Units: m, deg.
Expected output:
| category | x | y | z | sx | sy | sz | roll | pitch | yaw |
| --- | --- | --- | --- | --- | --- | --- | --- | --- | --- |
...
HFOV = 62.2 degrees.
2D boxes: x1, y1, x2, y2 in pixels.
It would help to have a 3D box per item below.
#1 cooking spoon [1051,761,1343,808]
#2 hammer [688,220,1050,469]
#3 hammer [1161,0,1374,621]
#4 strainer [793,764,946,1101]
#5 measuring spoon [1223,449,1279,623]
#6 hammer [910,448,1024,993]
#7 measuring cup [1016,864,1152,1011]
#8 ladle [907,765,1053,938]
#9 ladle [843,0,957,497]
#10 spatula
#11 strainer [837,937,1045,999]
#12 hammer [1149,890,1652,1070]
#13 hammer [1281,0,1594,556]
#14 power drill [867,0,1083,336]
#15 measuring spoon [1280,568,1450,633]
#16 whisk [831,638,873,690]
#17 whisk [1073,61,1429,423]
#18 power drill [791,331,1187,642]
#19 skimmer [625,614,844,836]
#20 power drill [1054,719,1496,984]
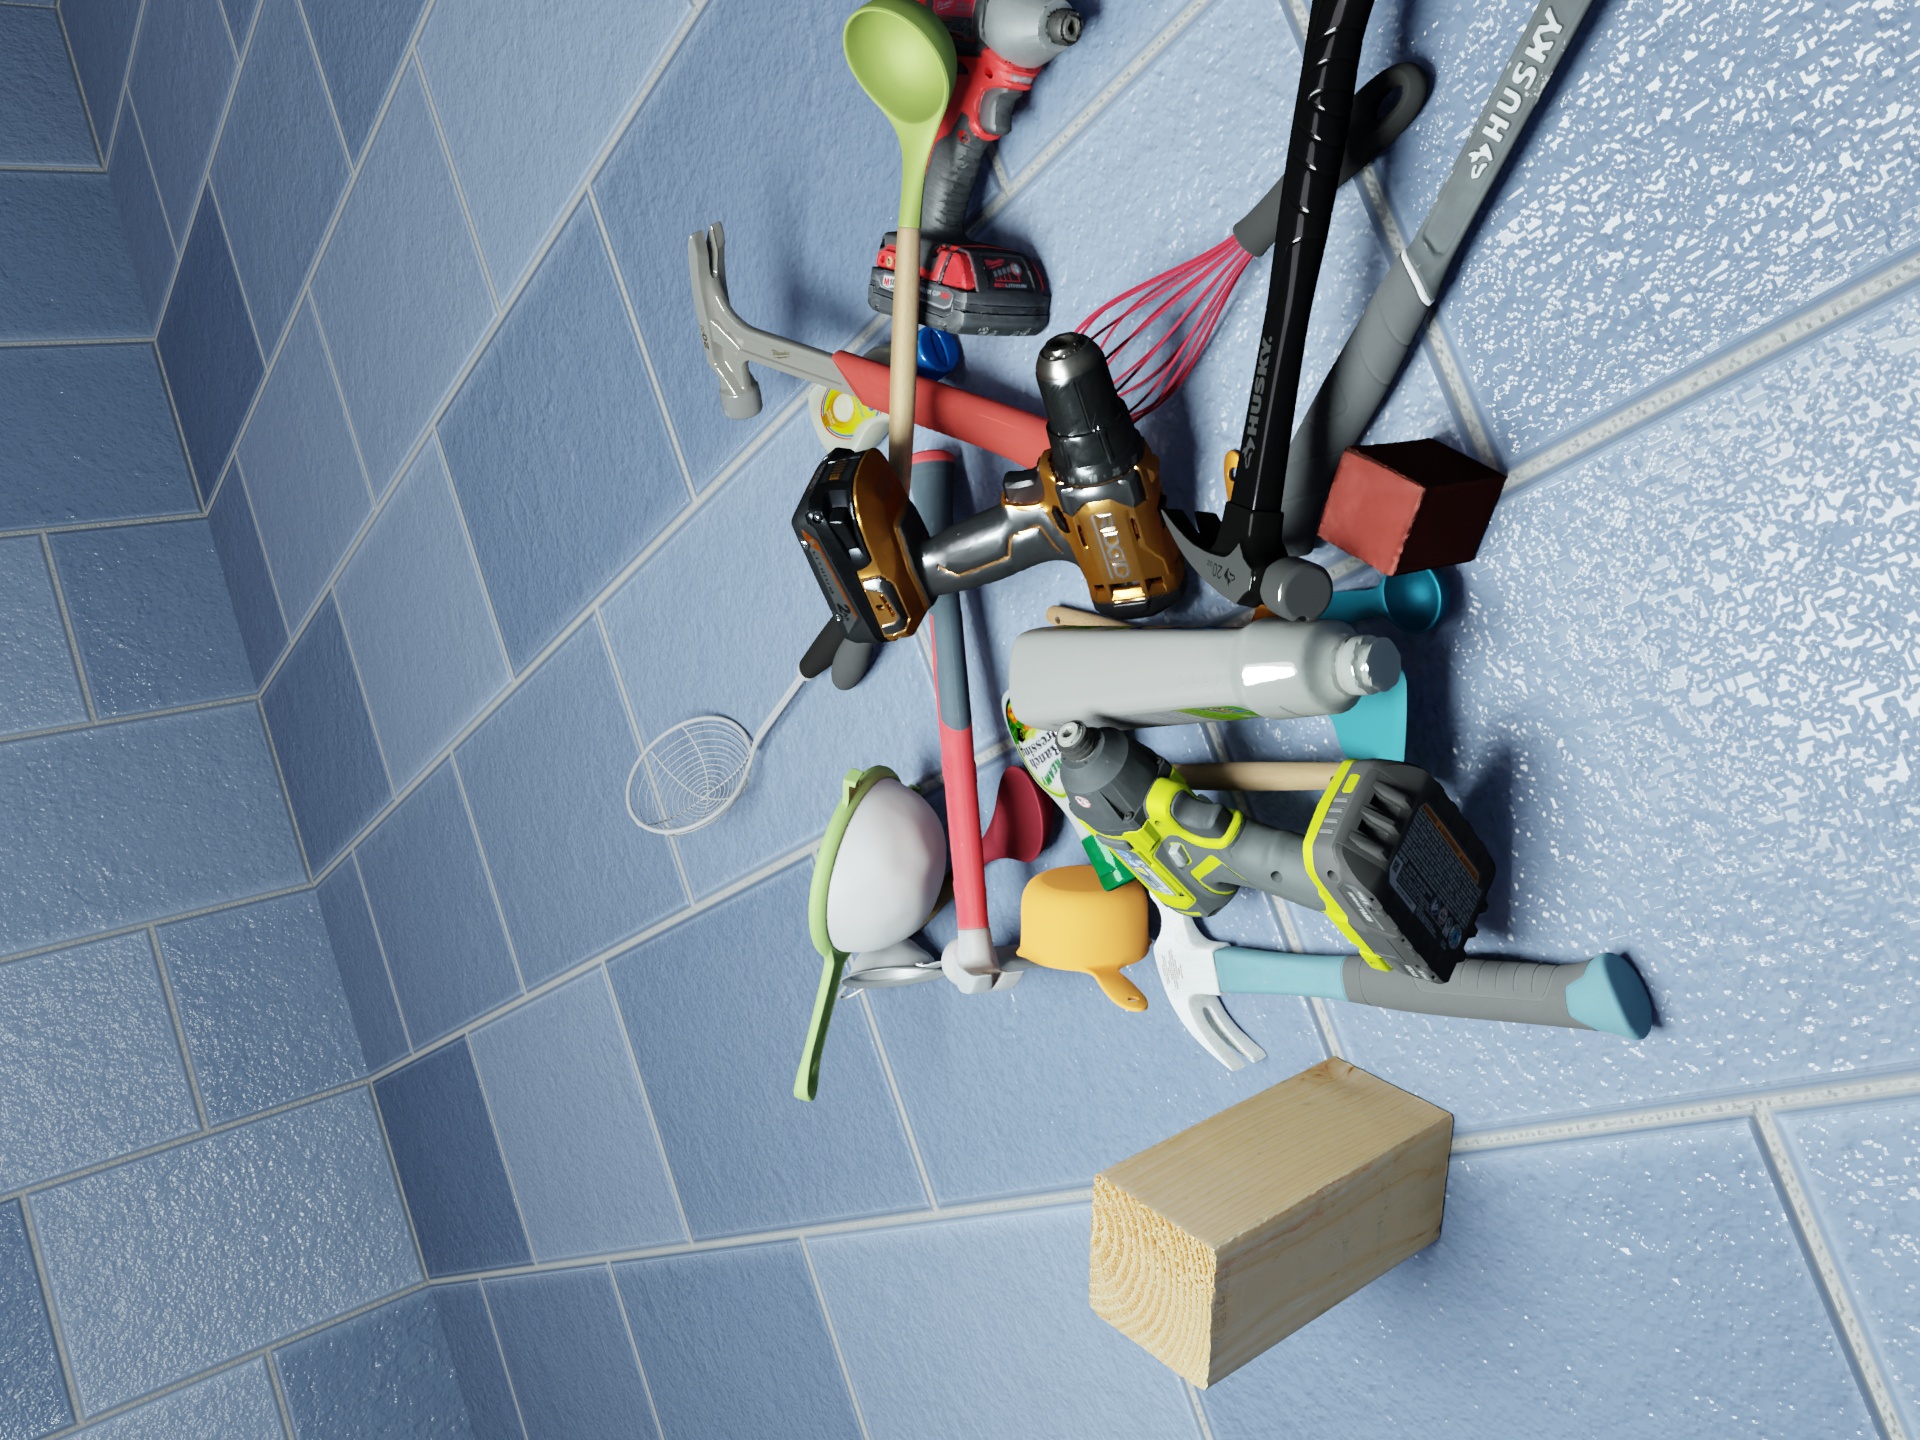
| category | x | y | z | sx | sy | sz | roll | pitch | yaw |
| --- | --- | --- | --- | --- | --- | --- | --- | --- | --- |
| cooking spoon | 0.140 | 0.036 | 1.005 | 0.319 | 0.017 | 0.068 | -4 | 106 | 61 |
| hammer | -0.048 | -0.238 | 1.107 | 0.359 | 0.037 | 0.149 | 25 | 139 | 31 |
| hammer | 0.171 | -0.229 | 0.827 | 0.146 | 0.035 | 0.334 | -136 | 50 | -65 |
| strainer | -0.064 | 0.164 | 1.187 | 0.069 | 0.151 | 0.256 | 13 | 86 | 18 |
| measuring spoon | 0.172 | -0.105 | 0.958 | 0.021 | 0.011 | 0.117 | -9 | 93 | 52 |
| hammer | -0.002 | -0.004 | 1.119 | 0.143 | 0.038 | 0.386 | 145 | 120 | -79 |
| measuring cup | 0.092 | 0.138 | 1.036 | 0.174 | 0.095 | 0.052 | -137 | 44 | -76 |
| ladle | -0.005 | 0.126 | 1.236 | 0.315 | 0.031 | 0.069 | -49 | 54 | 48 |
| ladle | -0.042 | -0.286 | 1.012 | 0.078 | 0.062 | 0.320 | 18 | 113 | 38 |
| spatula | 0.154 | -0.032 | 0.978 | 0.318 | 0.044 | 0.082 | 22 | 122 | 47 |
| strainer | -0.005 | 0.185 | 1.230 | 0.258 | 0.086 | 0.050 | -13 | 72 | 42 |
| hammer | 0.240 | 0.151 | 0.932 | 0.331 | 0.033 | 0.128 | -6 | 95 | 52 |
| hammer | 0.238 | -0.246 | 0.807 | 0.149 | 0.036 | 0.408 | 44 | 134 | 22 |
| power drill | 0.013 | -0.368 | 1.034 | 0.143 | 0.078 | 0.219 | 28 | 119 | 43 |
| measuring spoon | 0.230 | -0.067 | 0.901 | 0.129 | 0.021 | 0.042 | -7 | 96 | 61 |
| whisk | -0.073 | -0.065 | 1.203 | 0.239 | 0.055 | 0.055 | 124 | 125 | -69 |
| whisk | 0.150 | -0.262 | 0.908 | 0.295 | 0.073 | 0.073 | -39 | 70 | 42 |
| power drill | 0.013 | -0.138 | 0.983 | 0.226 | 0.084 | 0.185 | -6 | 130 | 21 |
| skimmer | -0.183 | -0.019 | 1.364 | 0.363 | 0.090 | 0.127 | -47 | 32 | 44 |
| power drill | 0.164 | 0.065 | 0.888 | 0.223 | 0.080 | 0.171 | 9 | 153 | 47 |
